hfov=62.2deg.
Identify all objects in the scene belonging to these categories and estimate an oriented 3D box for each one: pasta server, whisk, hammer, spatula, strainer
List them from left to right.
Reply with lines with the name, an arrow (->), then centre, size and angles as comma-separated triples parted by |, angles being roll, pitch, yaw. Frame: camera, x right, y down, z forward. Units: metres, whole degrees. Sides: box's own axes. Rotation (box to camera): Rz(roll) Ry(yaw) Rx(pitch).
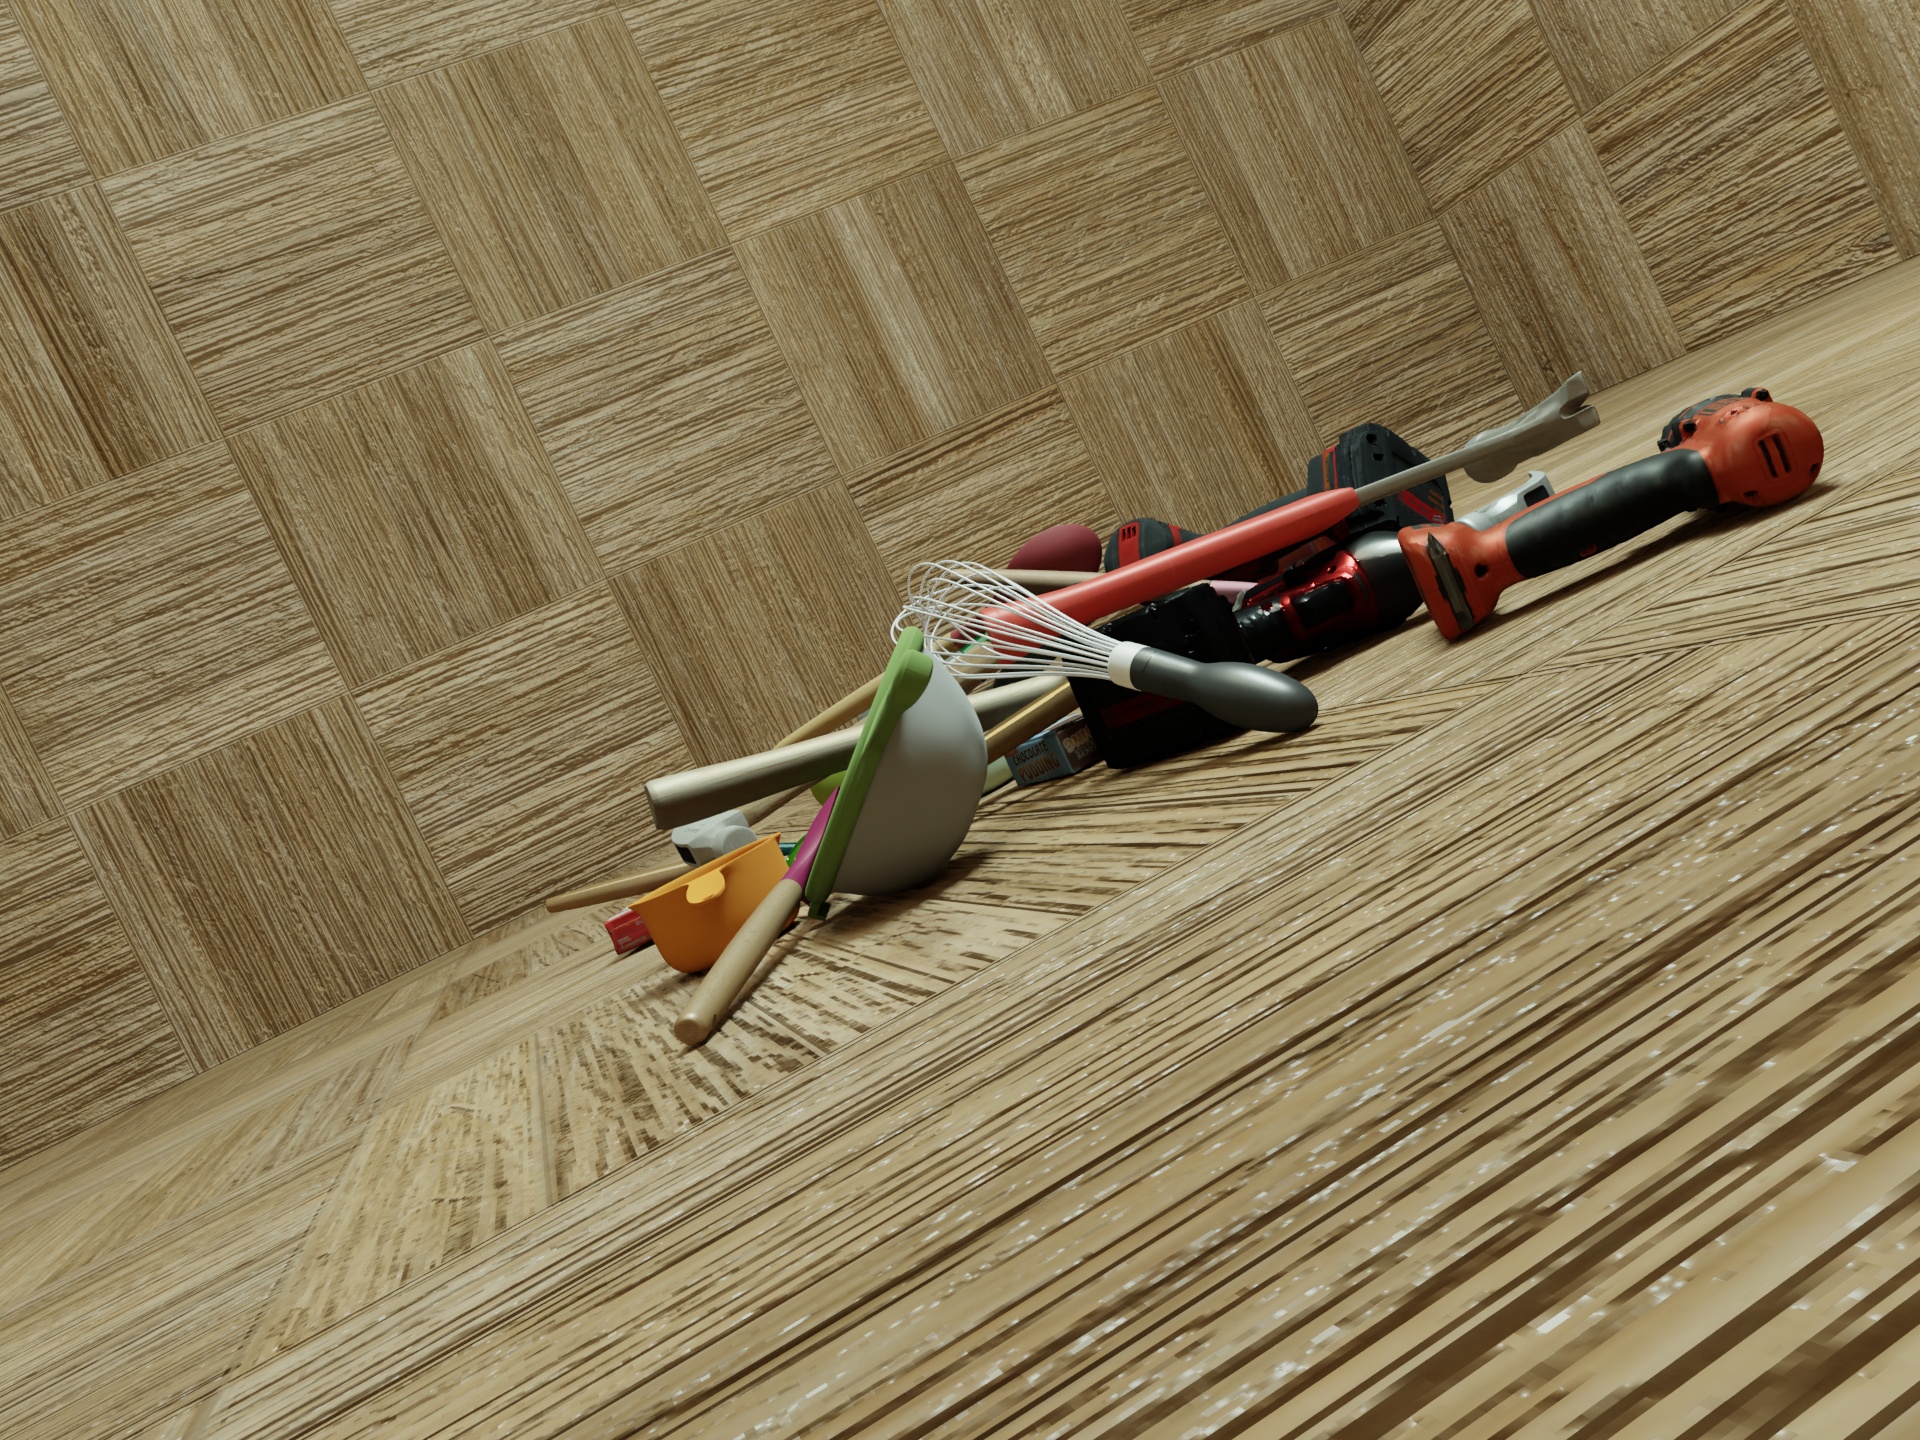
spatula -> -0.188, 0.102, 1.282 | 0.317, 0.044, 0.082 | -15, -7, 8
hammer -> -0.092, 0.022, 1.282 | 0.331, 0.031, 0.130 | -34, 19, -32
strainer -> -0.016, 0.019, 0.768 | 0.256, 0.069, 0.151 | 122, 168, -73
hammer -> -0.002, -0.003, 1.039 | 0.410, 0.038, 0.146 | -16, -9, -16
hammer -> 0.030, -0.024, 1.232 | 0.149, 0.036, 0.409 | -39, -3, -19
whisk -> 0.064, -0.034, 0.818 | 0.070, 0.070, 0.285 | -27, 30, -34
pasta server -> 0.146, -0.097, 1.096 | 0.316, 0.040, 0.060 | 4, -22, 16
hammer -> 0.185, -0.112, 0.931 | 0.359, 0.037, 0.149 | -21, -3, -2
hammer -> 0.352, -0.134, 1.293 | 0.128, 0.033, 0.331 | -28, 3, -24

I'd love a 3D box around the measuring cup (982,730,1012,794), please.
measuring cup -> 0.043, 0.019, 1.156 | 0.167, 0.038, 0.083 | -24, 2, -20

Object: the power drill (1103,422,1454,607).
power drill -> 0.242, -0.119, 1.159 | 0.227, 0.080, 0.187 | -18, -26, 39

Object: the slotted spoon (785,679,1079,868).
slotted spoon -> 0.013, 0.019, 0.990 | 0.314, 0.031, 0.070 | -33, 14, 4

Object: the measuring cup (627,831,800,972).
measuring cup -> -0.128, 0.107, 0.863 | 0.095, 0.052, 0.173 | -26, 4, -8

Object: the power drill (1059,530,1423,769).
power drill -> 0.176, -0.052, 0.904 | 0.219, 0.078, 0.143 | -24, 0, -37

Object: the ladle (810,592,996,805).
ladle -> -0.028, -0.039, 1.451 | 0.078, 0.062, 0.320 | 25, -72, -46

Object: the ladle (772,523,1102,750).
ladle -> -0.024, -0.049, 1.199 | 0.315, 0.069, 0.031 | -32, 42, 24

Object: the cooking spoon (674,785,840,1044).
cooking spoon -> -0.094, 0.095, 0.811 | 0.017, 0.068, 0.319 | 11, 13, 4
